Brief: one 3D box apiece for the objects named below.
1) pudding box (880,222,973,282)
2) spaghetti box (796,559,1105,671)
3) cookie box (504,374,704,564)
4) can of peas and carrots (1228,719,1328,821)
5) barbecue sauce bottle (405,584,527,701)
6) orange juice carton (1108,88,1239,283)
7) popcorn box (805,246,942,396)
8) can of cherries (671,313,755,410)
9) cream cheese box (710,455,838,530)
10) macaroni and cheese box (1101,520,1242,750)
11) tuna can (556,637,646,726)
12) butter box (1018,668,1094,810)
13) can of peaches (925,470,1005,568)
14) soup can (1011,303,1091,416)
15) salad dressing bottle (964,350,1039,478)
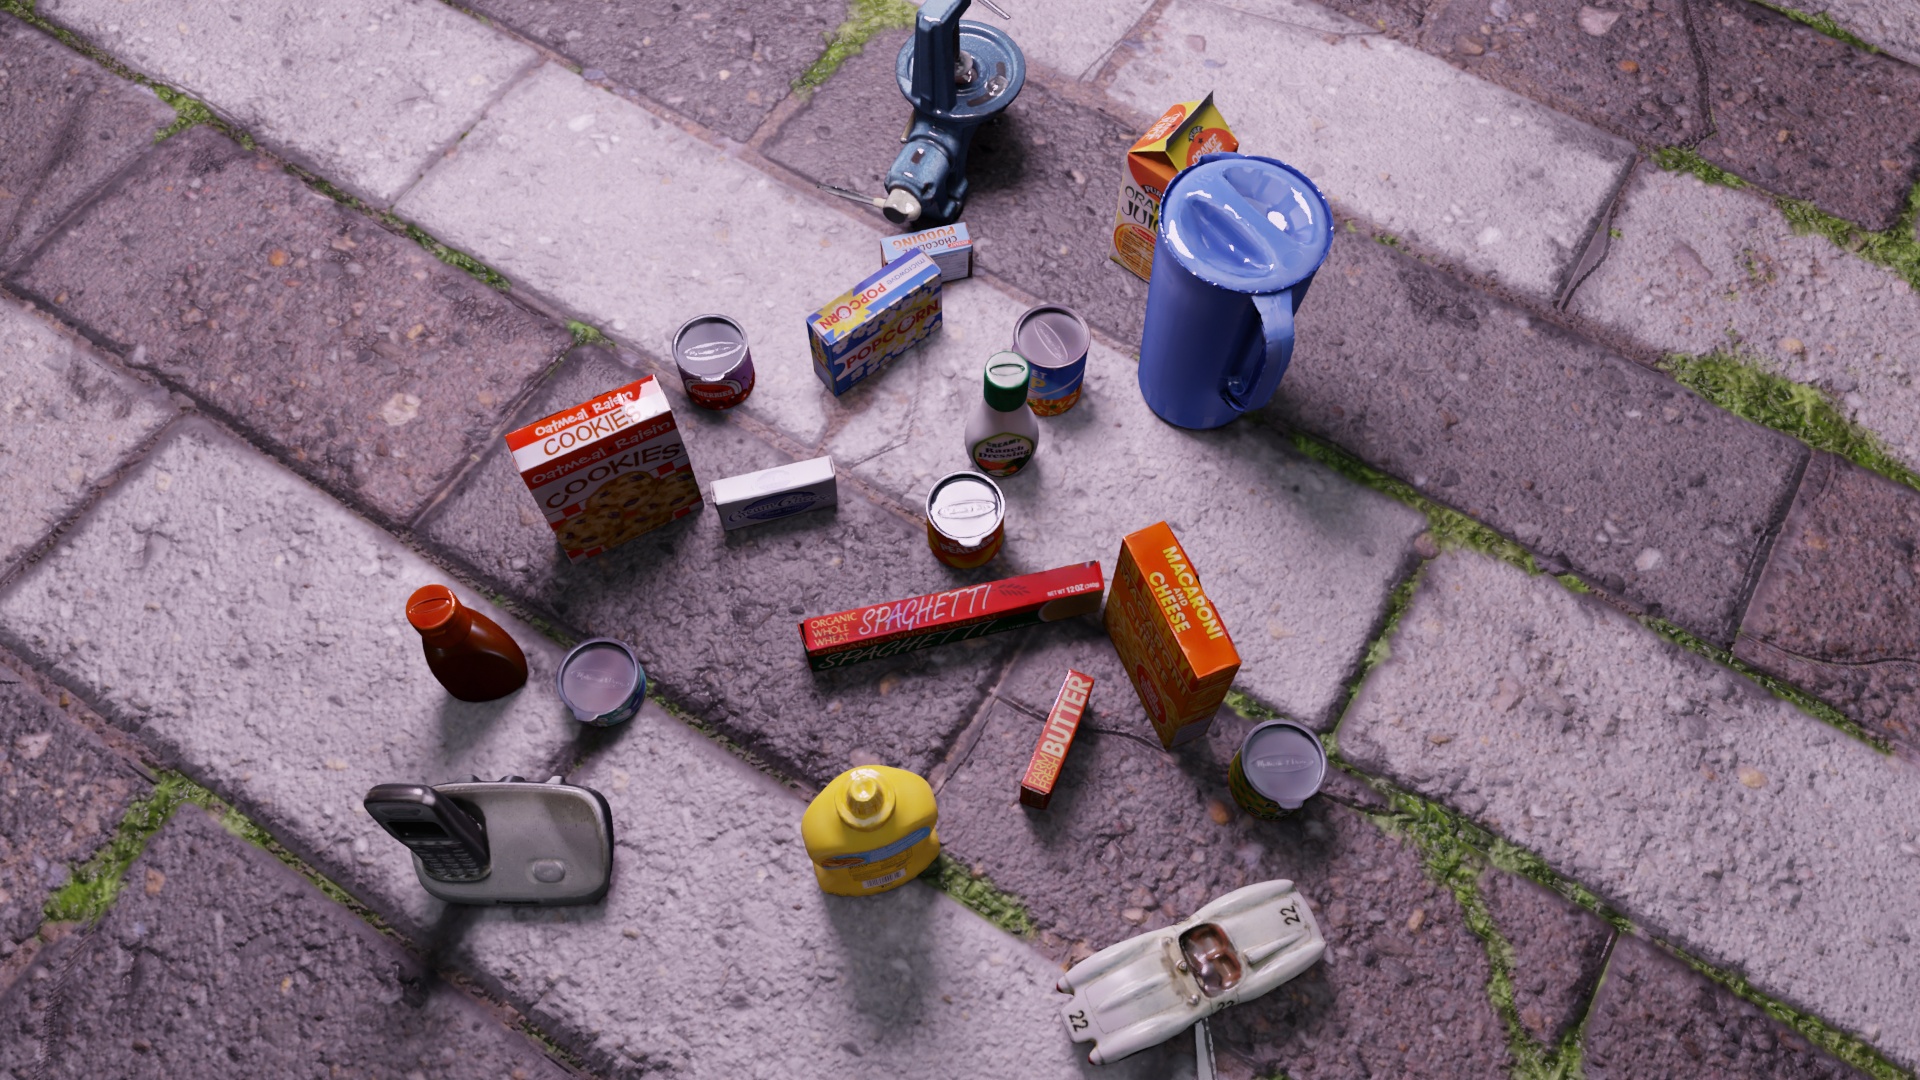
[{"bbox_3d":[-0.032,-0.263,1.293,0.084,0.049,0.030,-13,65,-7],"label":"pudding box"},{"bbox_3d":[-0.006,0.062,1.134,0.250,0.050,0.029,-12,65,-6],"label":"spaghetti box"},{"bbox_3d":[-0.283,-0.055,1.123,0.123,0.166,0.040,-25,67,-12],"label":"cookie box"},{"bbox_3d":[0.245,0.181,1.075,0.071,0.058,0.071,0,64,-1],"label":"can of peas and carrots"},{"bbox_3d":[-0.382,0.079,1.066,0.065,0.148,0.044,-14,65,-7],"label":"barbecue sauce bottle"},{"bbox_3d":[0.191,-0.314,1.241,0.073,0.191,0.072,37,69,16],"label":"orange juice carton"},{"bbox_3d":[-0.075,-0.195,1.239,0.127,0.085,0.038,-36,70,-17],"label":"popcorn box"},{"bbox_3d":[-0.219,-0.156,1.233,0.071,0.058,0.072,0,64,-1],"label":"can of cherries"},{"bbox_3d":[-0.156,-0.040,1.180,0.104,0.053,0.024,-13,65,-7],"label":"cream cheese box"},{"bbox_3d":[0.158,0.075,1.065,0.040,0.165,0.124,-21,66,-10],"label":"macaroni and cheese box"},{"bbox_3d":[-0.288,0.116,1.114,0.071,0.032,0.071,0,64,-1],"label":"tuna can"},{"bbox_3d":[0.075,0.156,1.087,0.024,0.053,0.104,21,66,9],"label":"butter box"},{"bbox_3d":[0.004,-0.015,1.167,0.071,0.057,0.071,0,64,-1],"label":"can of peaches"},{"bbox_3d":[0.076,-0.157,1.223,0.071,0.083,0.071,0,64,0],"label":"soup can"},{"bbox_3d":[0.036,-0.104,1.162,0.064,0.147,0.044,-4,65,-2],"label":"salad dressing bottle"}]
